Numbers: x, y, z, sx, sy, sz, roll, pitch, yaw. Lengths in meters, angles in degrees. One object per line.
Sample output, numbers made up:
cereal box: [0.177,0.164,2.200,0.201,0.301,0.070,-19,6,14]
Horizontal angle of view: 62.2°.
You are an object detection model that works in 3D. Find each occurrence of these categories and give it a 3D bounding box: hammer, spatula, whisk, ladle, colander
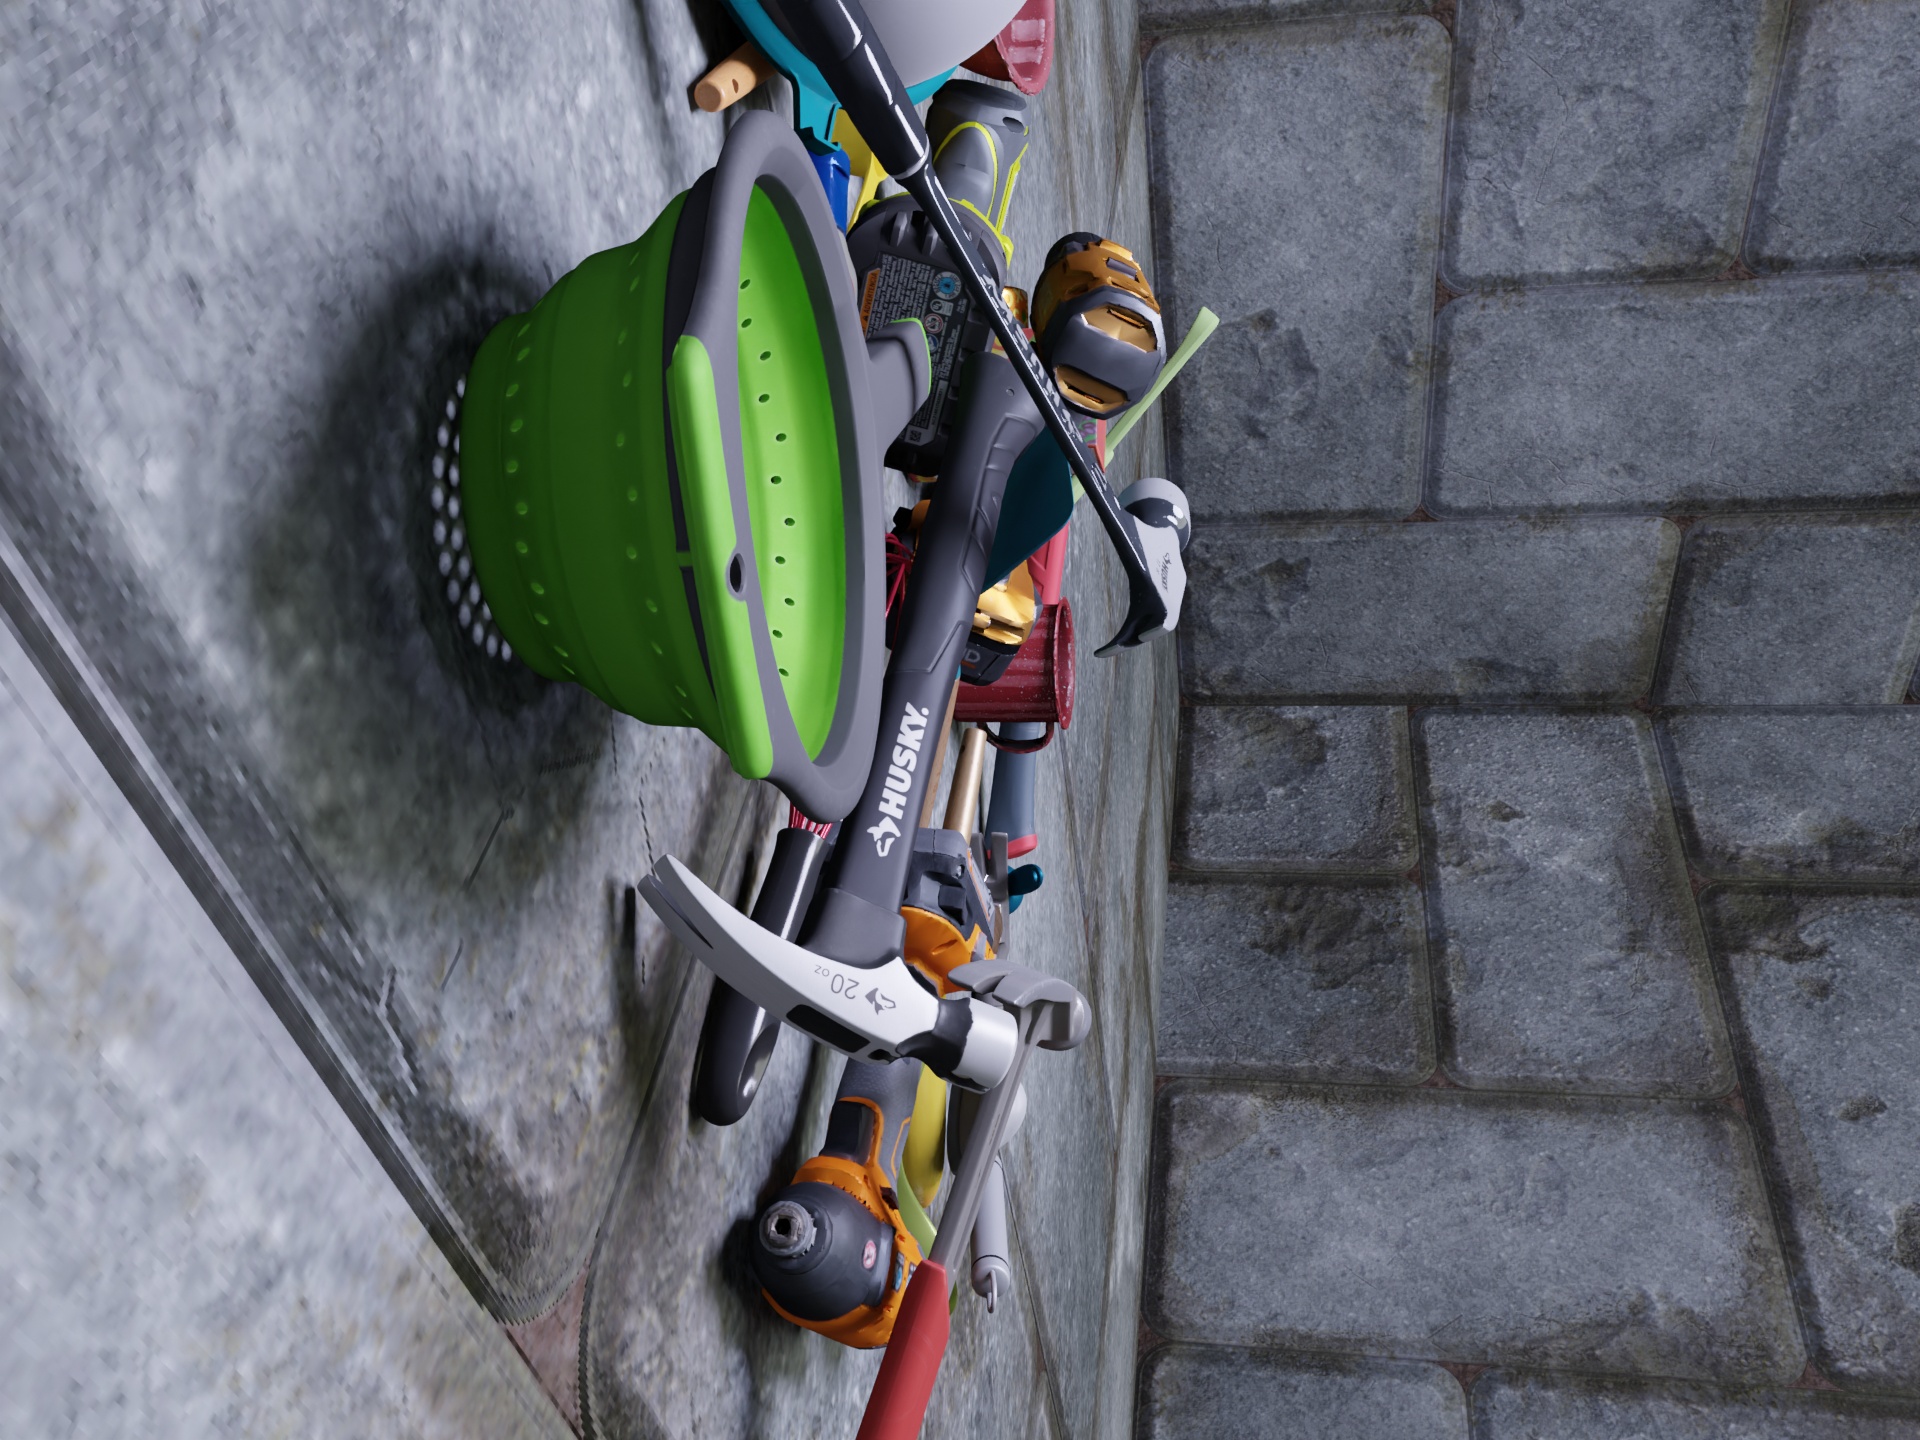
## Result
hammer: [0.044,-0.083,1.191,0.038,0.143,0.386,-7,110,-46]
hammer: [0.014,0.140,1.049,0.331,0.031,0.130,45,43,-85]
hammer: [-0.019,-0.028,0.652,0.035,0.146,0.335,-42,-152,52]
spatula: [-0.001,-0.003,0.825,0.082,0.044,0.317,-97,-164,-49]
spatula: [-0.061,-0.334,0.752,0.323,0.041,0.081,-72,154,-54]
whisk: [-0.065,0.036,0.702,0.073,0.073,0.296,73,27,-55]
ladle: [-0.010,0.158,0.857,0.078,0.062,0.320,-21,-127,57]
hammer: [-0.013,-0.198,0.605,0.408,0.036,0.149,56,23,-25]
colander: [-0.077,-0.097,0.551,0.397,0.094,0.204,-74,159,-69]
hammer: [-0.025,0.277,0.670,0.149,0.037,0.359,36,72,-69]

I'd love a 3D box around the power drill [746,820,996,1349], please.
power drill: [-0.044,0.165,0.739,0.164,0.084,0.227,68,28,-62]

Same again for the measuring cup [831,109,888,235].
measuring cup: [-0.062,-0.262,0.808,0.062,0.029,0.156,61,42,-76]

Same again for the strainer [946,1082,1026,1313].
strainer: [0.015,0.244,0.874,0.258,0.050,0.087,-92,-163,-75]

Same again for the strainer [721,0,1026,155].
strainer: [-0.036,-0.410,0.605,0.211,0.095,0.340,-52,135,-35]

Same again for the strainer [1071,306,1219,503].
strainer: [0.059,-0.177,1.027,0.256,0.069,0.151,-49,-177,24]

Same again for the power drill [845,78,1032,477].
power drill: [-0.015,-0.227,0.845,0.223,0.080,0.171,-77,-177,-56]

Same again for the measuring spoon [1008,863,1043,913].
measuring spoon: [0.049,0.122,1.202,0.128,0.021,0.042,141,-64,-71]

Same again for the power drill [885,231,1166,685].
power drill: [0.034,-0.154,0.864,0.185,0.084,0.226,-91,-154,-59]
